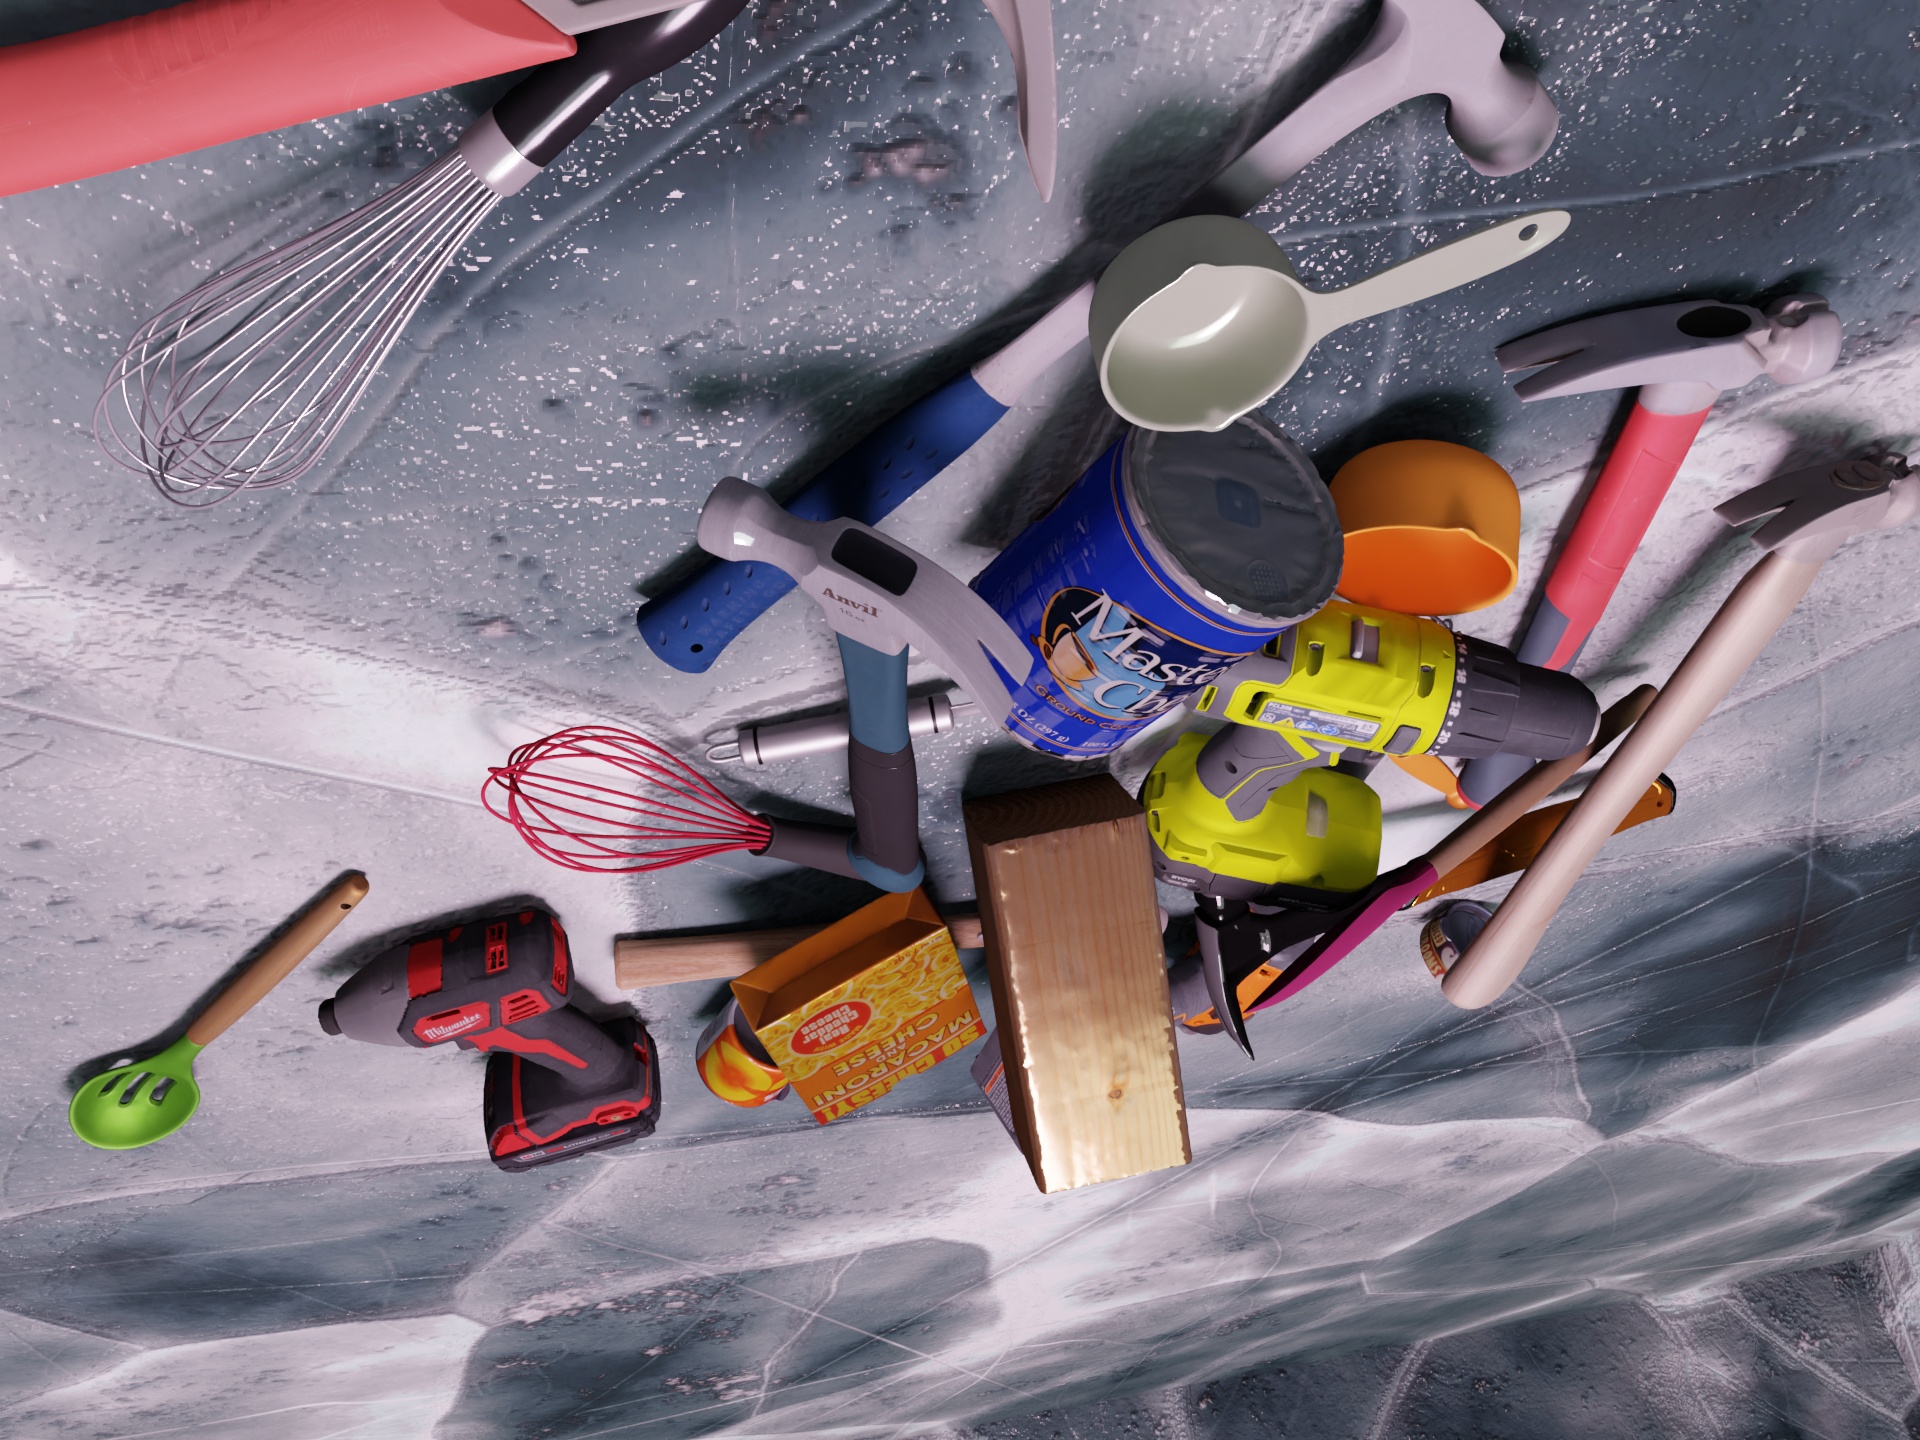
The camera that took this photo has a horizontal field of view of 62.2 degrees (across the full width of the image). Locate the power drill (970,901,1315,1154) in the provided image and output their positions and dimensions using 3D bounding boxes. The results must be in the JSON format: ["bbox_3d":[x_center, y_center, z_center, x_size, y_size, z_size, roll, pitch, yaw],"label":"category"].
[{"bbox_3d":[0.123,0.204,1.075,0.226,0.084,0.164,-22,153,-29],"label":"power drill"}]

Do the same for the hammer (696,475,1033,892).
[{"bbox_3d":[-0.037,0.010,0.718,0.128,0.033,0.330,24,157,10],"label":"hammer"}]

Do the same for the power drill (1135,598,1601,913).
[{"bbox_3d":[0.191,0.019,0.808,0.190,0.080,0.228,12,152,-1],"label":"power drill"}]

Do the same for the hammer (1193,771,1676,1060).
[{"bbox_3d":[0.307,0.103,1.010,0.337,0.034,0.127,-18,115,-12],"label":"hammer"}]

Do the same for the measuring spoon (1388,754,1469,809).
[{"bbox_3d":[0.294,0.035,0.990,0.021,0.011,0.116,-32,143,26],"label":"measuring spoon"}]

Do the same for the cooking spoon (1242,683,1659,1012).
[{"bbox_3d":[0.279,0.069,0.886,0.319,0.017,0.068,-35,169,-17],"label":"cooking spoon"}]

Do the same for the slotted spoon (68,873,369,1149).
[{"bbox_3d":[-0.423,0.169,0.914,0.070,0.031,0.313,25,129,-39],"label":"slotted spoon"}]

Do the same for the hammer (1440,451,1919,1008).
[{"bbox_3d":[0.366,0.031,0.886,0.146,0.038,0.410,-15,141,-33],"label":"hammer"}]

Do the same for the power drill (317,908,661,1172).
[{"bbox_3d":[-0.277,0.195,0.965,0.143,0.079,0.219,-16,144,3],"label":"power drill"}]

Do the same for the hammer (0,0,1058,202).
[{"bbox_3d":[-0.156,-0.180,0.437,0.359,0.037,0.149,-12,115,5],"label":"hammer"}]

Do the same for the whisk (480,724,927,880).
[{"bbox_3d":[-0.119,0.057,0.834,0.073,0.073,0.295,-35,148,29],"label":"whisk"}]

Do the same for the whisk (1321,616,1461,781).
[{"bbox_3d":[0.228,0.013,0.905,0.055,0.055,0.238,-5,151,-13],"label":"whisk"}]

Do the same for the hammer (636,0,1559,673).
[{"bbox_3d":[0.016,-0.137,0.606,0.405,0.035,0.144,-34,142,28],"label":"hammer"}]

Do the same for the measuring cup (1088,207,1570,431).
[{"bbox_3d":[0.124,-0.155,0.553,0.167,0.038,0.083,-19,147,4],"label":"measuring cup"}]

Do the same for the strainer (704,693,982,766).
[{"bbox_3d":[-0.001,-0.003,0.802,0.258,0.050,0.086,-10,151,1],"label":"strainer"}]

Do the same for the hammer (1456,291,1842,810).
[{"bbox_3d":[0.304,-0.059,0.828,0.143,0.038,0.386,-9,147,-5],"label":"hammer"}]

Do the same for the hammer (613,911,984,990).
[{"bbox_3d":[-0.049,0.139,1.002,0.331,0.031,0.130,-4,146,-14],"label":"hammer"}]

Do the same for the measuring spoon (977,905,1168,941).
[{"bbox_3d":[0.071,0.134,0.991,0.124,0.018,0.034,-4,145,-12],"label":"measuring spoon"}]

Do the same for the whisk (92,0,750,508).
[{"bbox_3d":[-0.166,-0.157,0.494,0.284,0.070,0.070,-33,143,19],"label":"whisk"}]

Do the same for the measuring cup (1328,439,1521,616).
[{"bbox_3d":[0.166,-0.099,0.711,0.173,0.052,0.095,16,160,-6],"label":"measuring cup"}]
